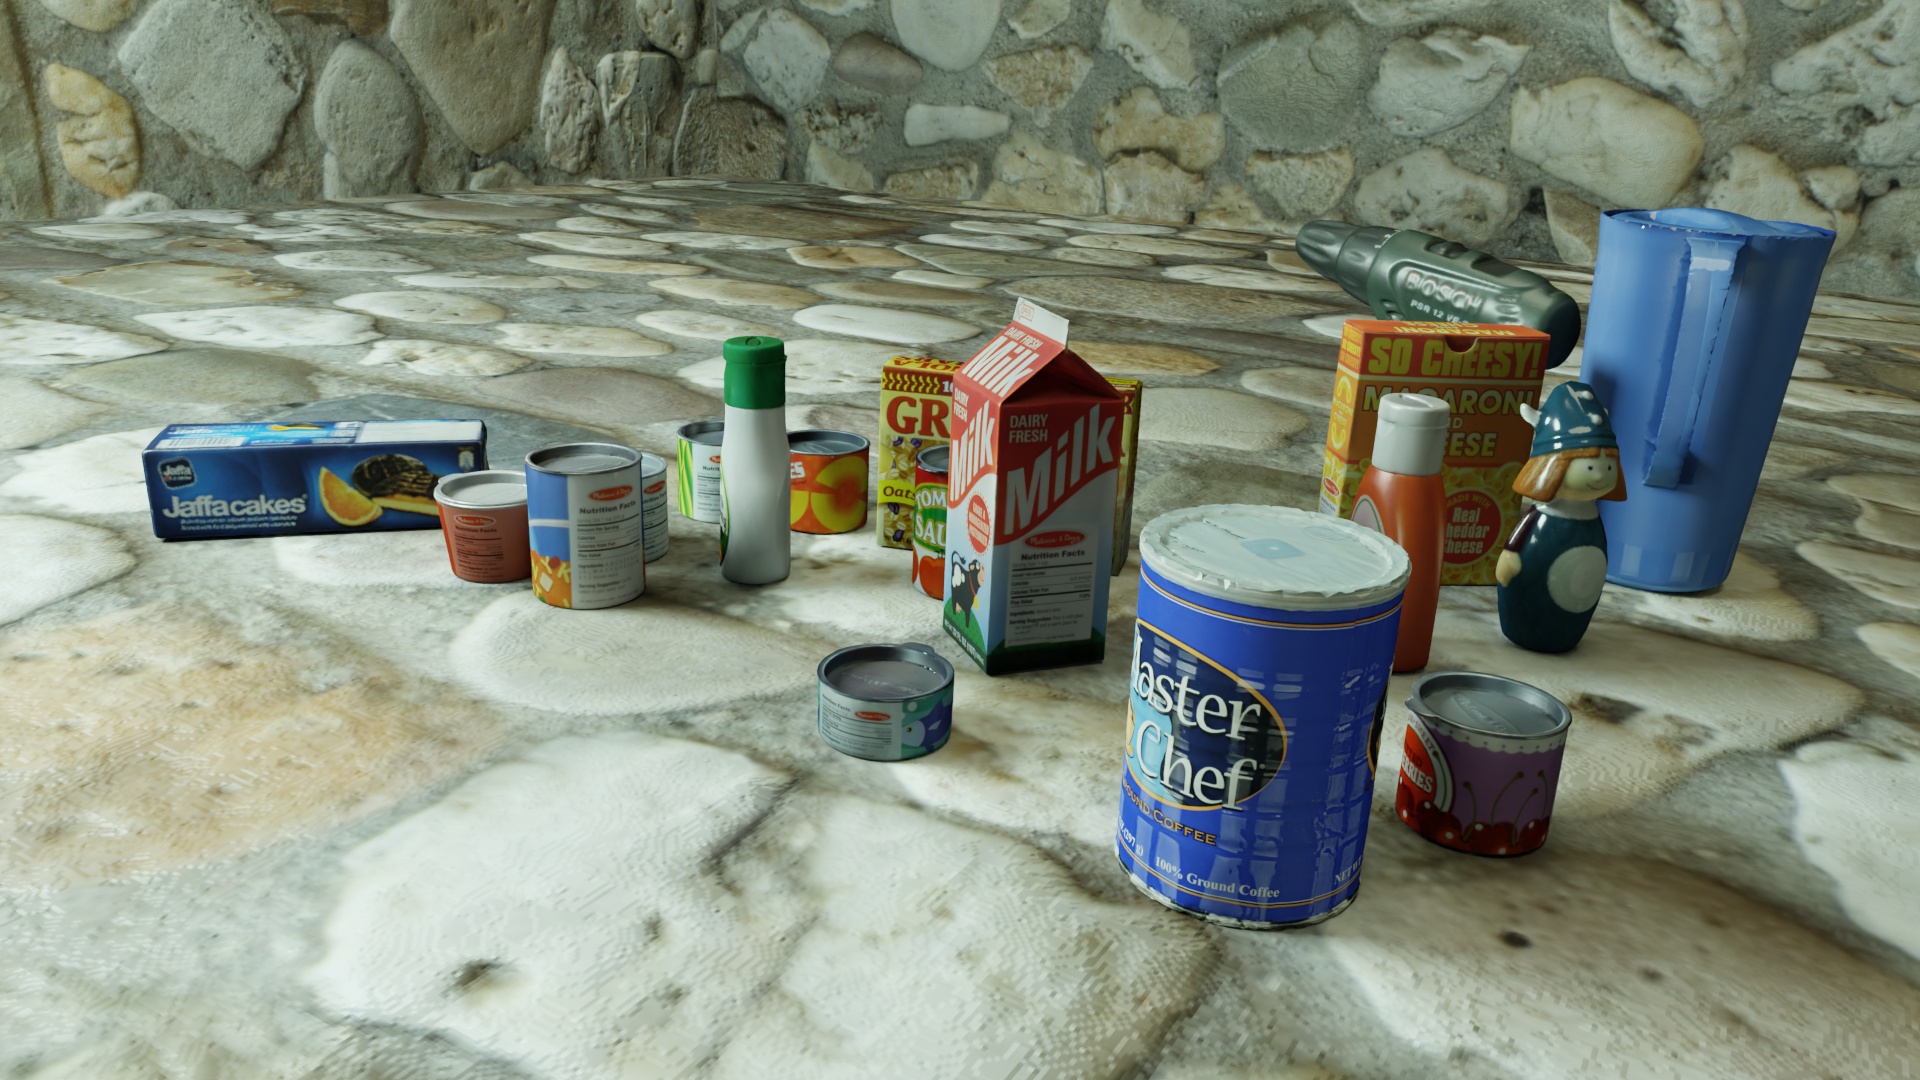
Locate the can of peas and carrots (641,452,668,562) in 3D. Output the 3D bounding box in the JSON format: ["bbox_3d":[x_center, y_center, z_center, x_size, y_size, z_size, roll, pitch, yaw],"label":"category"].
[{"bbox_3d":[-0.222,-0.021,0.887,0.071,0.058,0.071,2,19,-1],"label":"can of peas and carrots"}]

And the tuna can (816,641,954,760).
[{"bbox_3d":[-0.035,0.076,0.672,0.071,0.032,0.071,3,19,-1],"label":"tuna can"}]

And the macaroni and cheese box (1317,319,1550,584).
[{"bbox_3d":[0.300,-0.055,0.892,0.124,0.165,0.040,0,19,-7],"label":"macaroni and cheese box"}]

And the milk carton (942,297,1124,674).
[{"bbox_3d":[0.038,-0.031,0.751,0.073,0.189,0.072,-4,20,-20],"label":"milk carton"}]

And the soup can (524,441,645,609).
[{"bbox_3d":[-0.221,-0.011,0.818,0.071,0.083,0.071,2,19,-1],"label":"soup can"}]

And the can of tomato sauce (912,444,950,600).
[{"bbox_3d":[0.003,-0.011,0.850,0.071,0.082,0.071,2,19,-1],"label":"can of tomato sauce"}]

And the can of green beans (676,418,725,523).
[{"bbox_3d":[-0.165,-0.049,0.975,0.071,0.057,0.071,2,19,-1],"label":"can of green beans"}]

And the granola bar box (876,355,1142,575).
[{"bbox_3d":[0.030,-0.050,0.904,0.165,0.123,0.039,7,19,12],"label":"granola bar box"}]

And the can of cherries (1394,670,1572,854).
[{"bbox_3d":[0.226,0.097,0.611,0.071,0.058,0.072,2,19,-1],"label":"can of cherries"}]

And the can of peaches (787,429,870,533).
[{"bbox_3d":[-0.098,-0.041,0.961,0.071,0.057,0.071,2,19,-1],"label":"can of peaches"}]

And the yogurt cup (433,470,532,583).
[{"bbox_3d":[-0.283,-0.008,0.847,0.072,0.053,0.072,3,19,-1],"label":"yogurt cup"}]

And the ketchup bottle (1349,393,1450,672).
[{"bbox_3d":[0.242,-0.006,0.769,0.043,0.148,0.065,-3,20,-16],"label":"ketchup bottle"}]

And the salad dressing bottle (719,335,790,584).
[{"bbox_3d":[-0.125,-0.049,0.844,0.044,0.147,0.064,1,19,-5],"label":"salad dressing bottle"}]
